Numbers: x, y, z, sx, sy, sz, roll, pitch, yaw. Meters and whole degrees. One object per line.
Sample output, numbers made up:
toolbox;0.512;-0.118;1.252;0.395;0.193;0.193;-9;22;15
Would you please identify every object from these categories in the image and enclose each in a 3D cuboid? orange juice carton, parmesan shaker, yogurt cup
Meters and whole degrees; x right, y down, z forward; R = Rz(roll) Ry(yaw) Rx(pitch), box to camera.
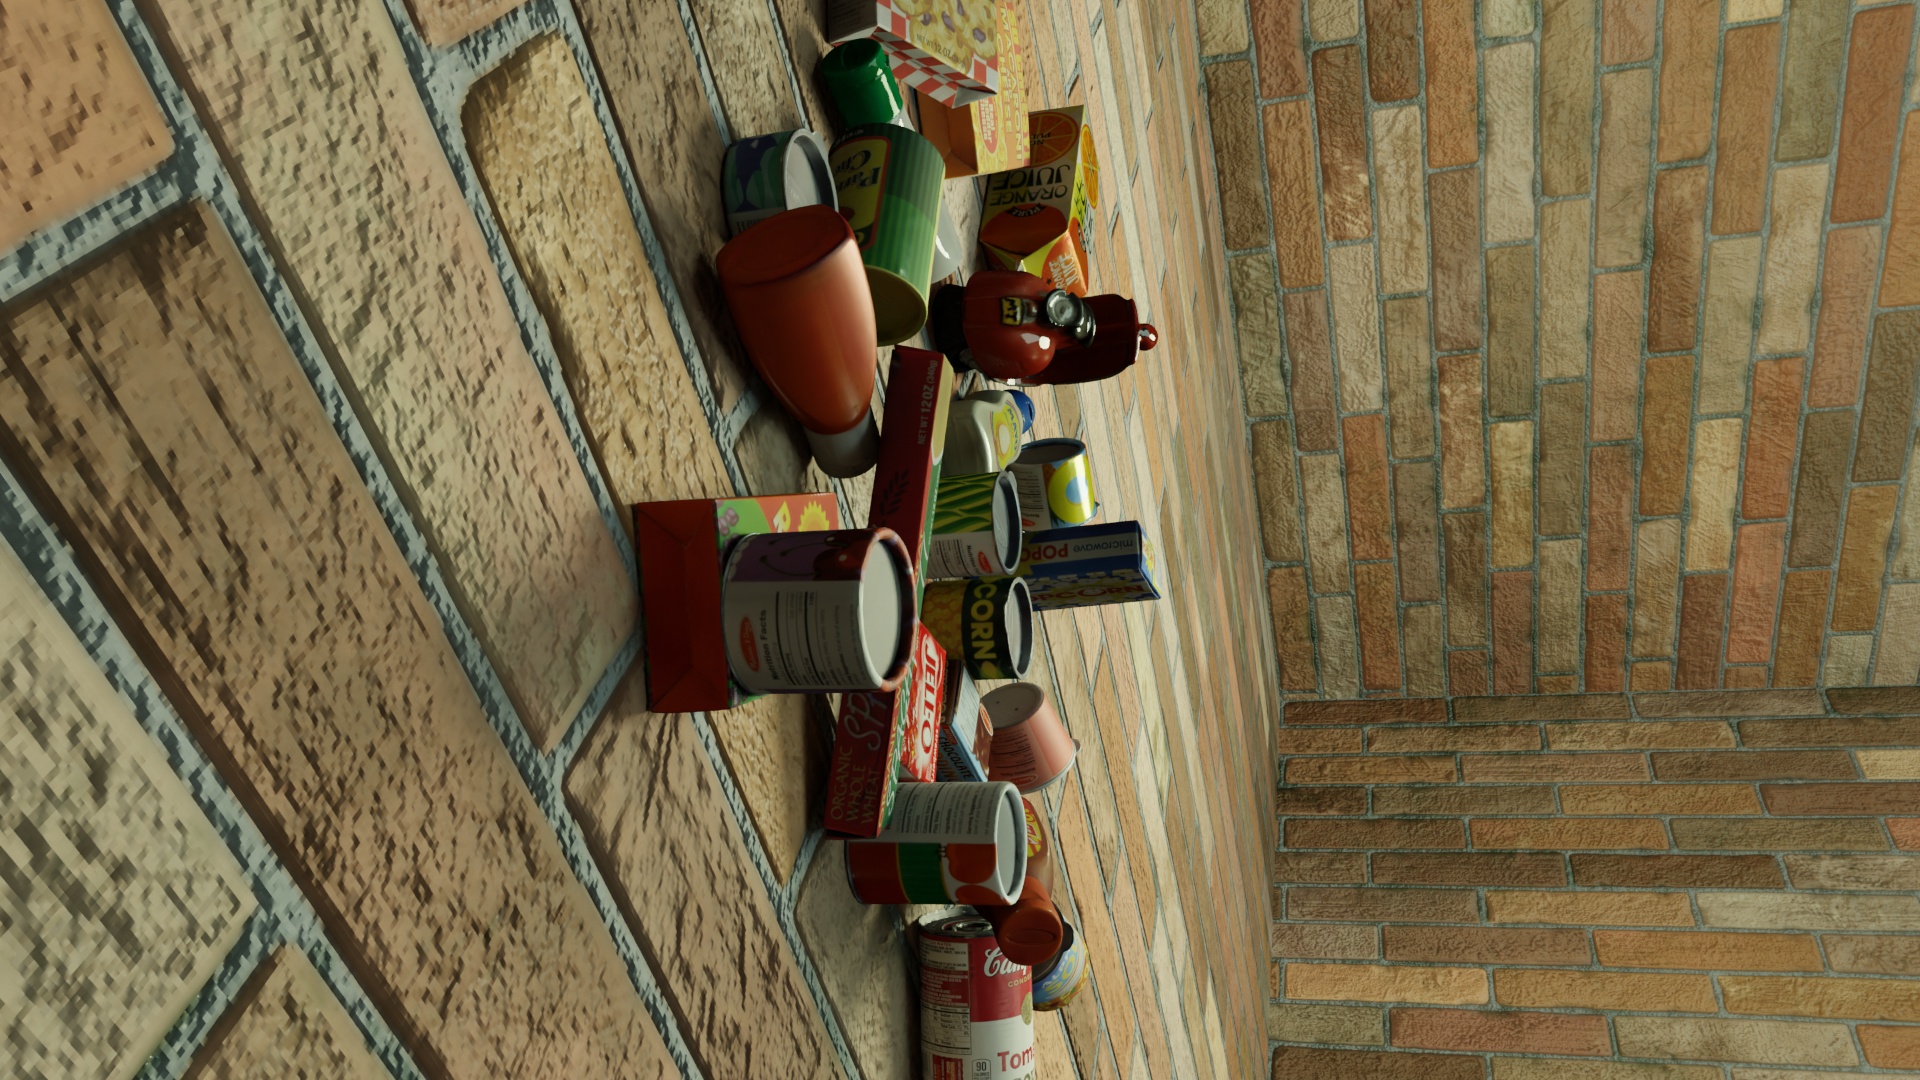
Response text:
orange juice carton;0.064;-0.255;1.107;0.071;0.073;0.193;65;27;-50
parmesan shaker;-0.048;-0.163;0.745;0.071;0.071;0.103;61;29;-55
yogurt cup;0.041;0.136;0.967;0.073;0.072;0.053;-66;140;-57

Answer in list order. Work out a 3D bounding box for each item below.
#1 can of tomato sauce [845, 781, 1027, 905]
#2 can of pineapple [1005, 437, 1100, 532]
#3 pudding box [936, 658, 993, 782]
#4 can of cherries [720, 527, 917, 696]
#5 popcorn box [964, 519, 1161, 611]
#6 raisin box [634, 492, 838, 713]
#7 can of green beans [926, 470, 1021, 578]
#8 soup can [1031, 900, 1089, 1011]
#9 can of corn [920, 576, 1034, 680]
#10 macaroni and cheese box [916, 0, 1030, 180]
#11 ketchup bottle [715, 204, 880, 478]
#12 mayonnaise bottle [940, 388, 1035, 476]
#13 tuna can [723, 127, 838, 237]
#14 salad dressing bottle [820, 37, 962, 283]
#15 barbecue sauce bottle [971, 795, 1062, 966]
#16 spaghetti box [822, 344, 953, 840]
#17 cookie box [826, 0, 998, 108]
can of tomato sauce;-0.011;0.166;0.756;0.071;0.083;0.071;-5;91;-73
can of pineapple;0.073;-0.045;1.099;0.071;0.071;0.057;-59;141;-62
pudding box;-0.005;0.118;0.878;0.083;0.030;0.050;66;25;-48
can of cherries;-0.054;0.027;0.554;0.071;0.058;0.071;-5;91;-72
popcorn box;0.075;0.021;0.995;0.085;0.126;0.038;43;43;-66
raisin box;-0.091;0.023;0.603;0.123;0.040;0.086;-10;95;-72
can of green beans;0.003;-0.009;0.881;0.071;0.058;0.071;-5;91;-73
soup can;0.052;0.283;0.955;0.083;0.071;0.071;60;31;-56
can of corn;0.011;0.057;0.892;0.071;0.058;0.071;-5;91;-73
macaroni and cheese box;0.010;-0.327;1.003;0.167;0.040;0.123;-46;131;-67
ketchup bottle;-0.068;-0.088;0.669;0.044;0.065;0.148;55;-13;35
mayonnaise bottle;0.019;-0.076;0.977;0.149;0.041;0.064;-46;128;-67
tuna can;-0.085;-0.165;0.670;0.071;0.033;0.071;-5;91;-73
salad dressing bottle;-0.040;-0.219;0.813;0.147;0.044;0.064;67;12;-45
barbecue sauce bottle;0.027;0.196;0.819;0.149;0.065;0.043;-121;-143;-73
spaghetti box;-0.036;0.027;0.714;0.050;0.029;0.250;28;70;-83
cookie box;-0.027;-0.362;0.831;0.123;0.040;0.167;6;81;-54
